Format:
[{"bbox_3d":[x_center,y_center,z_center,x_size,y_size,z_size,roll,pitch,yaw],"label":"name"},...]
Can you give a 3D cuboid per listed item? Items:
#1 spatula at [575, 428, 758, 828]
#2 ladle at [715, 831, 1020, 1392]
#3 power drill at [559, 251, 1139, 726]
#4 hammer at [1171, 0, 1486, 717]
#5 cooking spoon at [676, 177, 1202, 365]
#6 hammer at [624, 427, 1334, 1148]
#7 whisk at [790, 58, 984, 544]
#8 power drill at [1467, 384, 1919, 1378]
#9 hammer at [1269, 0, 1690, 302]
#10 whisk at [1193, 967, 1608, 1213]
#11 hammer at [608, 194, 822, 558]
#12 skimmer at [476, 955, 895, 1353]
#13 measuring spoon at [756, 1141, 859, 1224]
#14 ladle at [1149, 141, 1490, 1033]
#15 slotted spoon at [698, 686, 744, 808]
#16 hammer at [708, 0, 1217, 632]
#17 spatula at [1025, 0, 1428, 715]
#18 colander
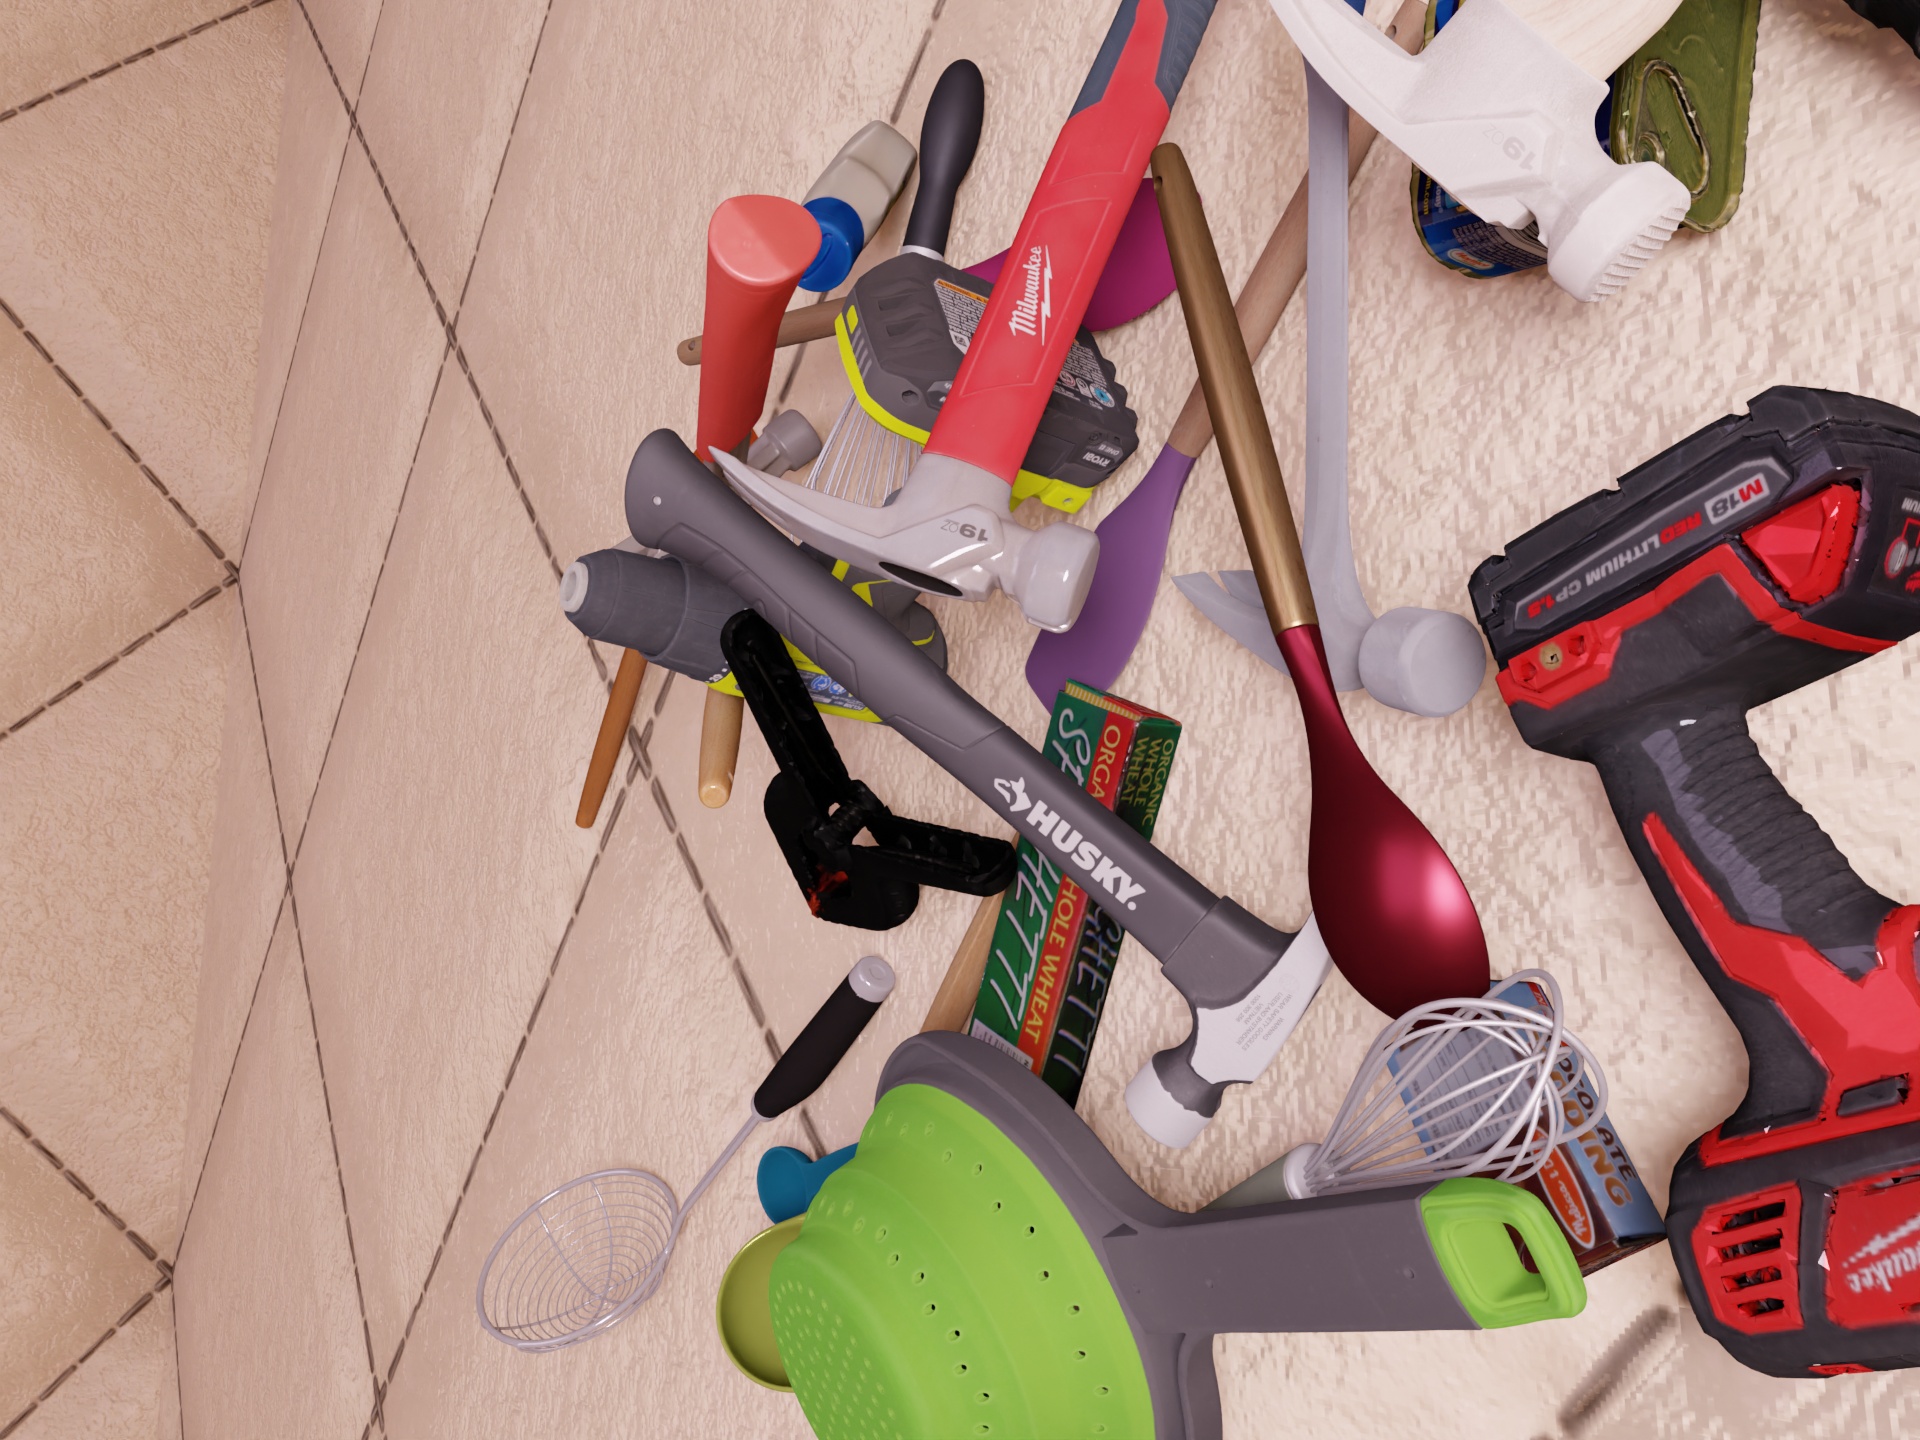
[{"bbox_3d":[-0.204,-0.054,1.064,0.081,0.041,0.322,56,132,44],"label":"spatula"},{"bbox_3d":[-0.026,0.169,0.724,0.078,0.062,0.320,30,106,19],"label":"ladle"},{"bbox_3d":[-0.050,-0.089,0.705,0.228,0.190,0.080,-45,47,35],"label":"power drill"},{"bbox_3d":[0.115,-0.211,0.516,0.144,0.035,0.405,-154,59,-65],"label":"hammer"},{"bbox_3d":[-0.025,-0.203,0.766,0.319,0.017,0.069,-2,79,38],"label":"cooking spoon"},{"bbox_3d":[-0.001,-0.002,0.596,0.335,0.035,0.146,40,115,14],"label":"hammer"},{"bbox_3d":[-0.029,-0.200,0.813,0.070,0.070,0.284,10,87,56],"label":"whisk"},{"bbox_3d":[0.220,0.038,0.386,0.143,0.078,0.220,-36,58,47],"label":"power drill"},{"bbox_3d":[0.230,-0.298,0.339,0.146,0.038,0.410,49,125,16],"label":"hammer"},{"bbox_3d":[0.117,0.141,0.500,0.059,0.058,0.246,-65,3,-36],"label":"whisk"},{"bbox_3d":[-0.114,-0.143,0.745,0.037,0.149,0.359,50,167,-1],"label":"hammer"},{"bbox_3d":[-0.159,0.232,0.878,0.363,0.090,0.127,-53,13,32],"label":"skimmer"},{"bbox_3d":[-0.056,0.226,0.801,0.128,0.021,0.042,-28,71,39],"label":"measuring spoon"},{"bbox_3d":[0.104,-0.053,0.516,0.069,0.031,0.316,135,127,-62],"label":"ladle"},{"bbox_3d":[-0.119,-0.021,0.823,0.314,0.031,0.070,-105,-8,-69],"label":"slotted spoon"},{"bbox_3d":[0.044,-0.229,0.599,0.038,0.143,0.386,66,-135,-74],"label":"hammer"},{"bbox_3d":[0.102,-0.130,0.638,0.060,0.018,0.315,56,129,44],"label":"spatula"},{"bbox_3d":[0.029,0.201,0.523,0.397,0.094,0.204,-37,76,57],"label":"colander"}]
